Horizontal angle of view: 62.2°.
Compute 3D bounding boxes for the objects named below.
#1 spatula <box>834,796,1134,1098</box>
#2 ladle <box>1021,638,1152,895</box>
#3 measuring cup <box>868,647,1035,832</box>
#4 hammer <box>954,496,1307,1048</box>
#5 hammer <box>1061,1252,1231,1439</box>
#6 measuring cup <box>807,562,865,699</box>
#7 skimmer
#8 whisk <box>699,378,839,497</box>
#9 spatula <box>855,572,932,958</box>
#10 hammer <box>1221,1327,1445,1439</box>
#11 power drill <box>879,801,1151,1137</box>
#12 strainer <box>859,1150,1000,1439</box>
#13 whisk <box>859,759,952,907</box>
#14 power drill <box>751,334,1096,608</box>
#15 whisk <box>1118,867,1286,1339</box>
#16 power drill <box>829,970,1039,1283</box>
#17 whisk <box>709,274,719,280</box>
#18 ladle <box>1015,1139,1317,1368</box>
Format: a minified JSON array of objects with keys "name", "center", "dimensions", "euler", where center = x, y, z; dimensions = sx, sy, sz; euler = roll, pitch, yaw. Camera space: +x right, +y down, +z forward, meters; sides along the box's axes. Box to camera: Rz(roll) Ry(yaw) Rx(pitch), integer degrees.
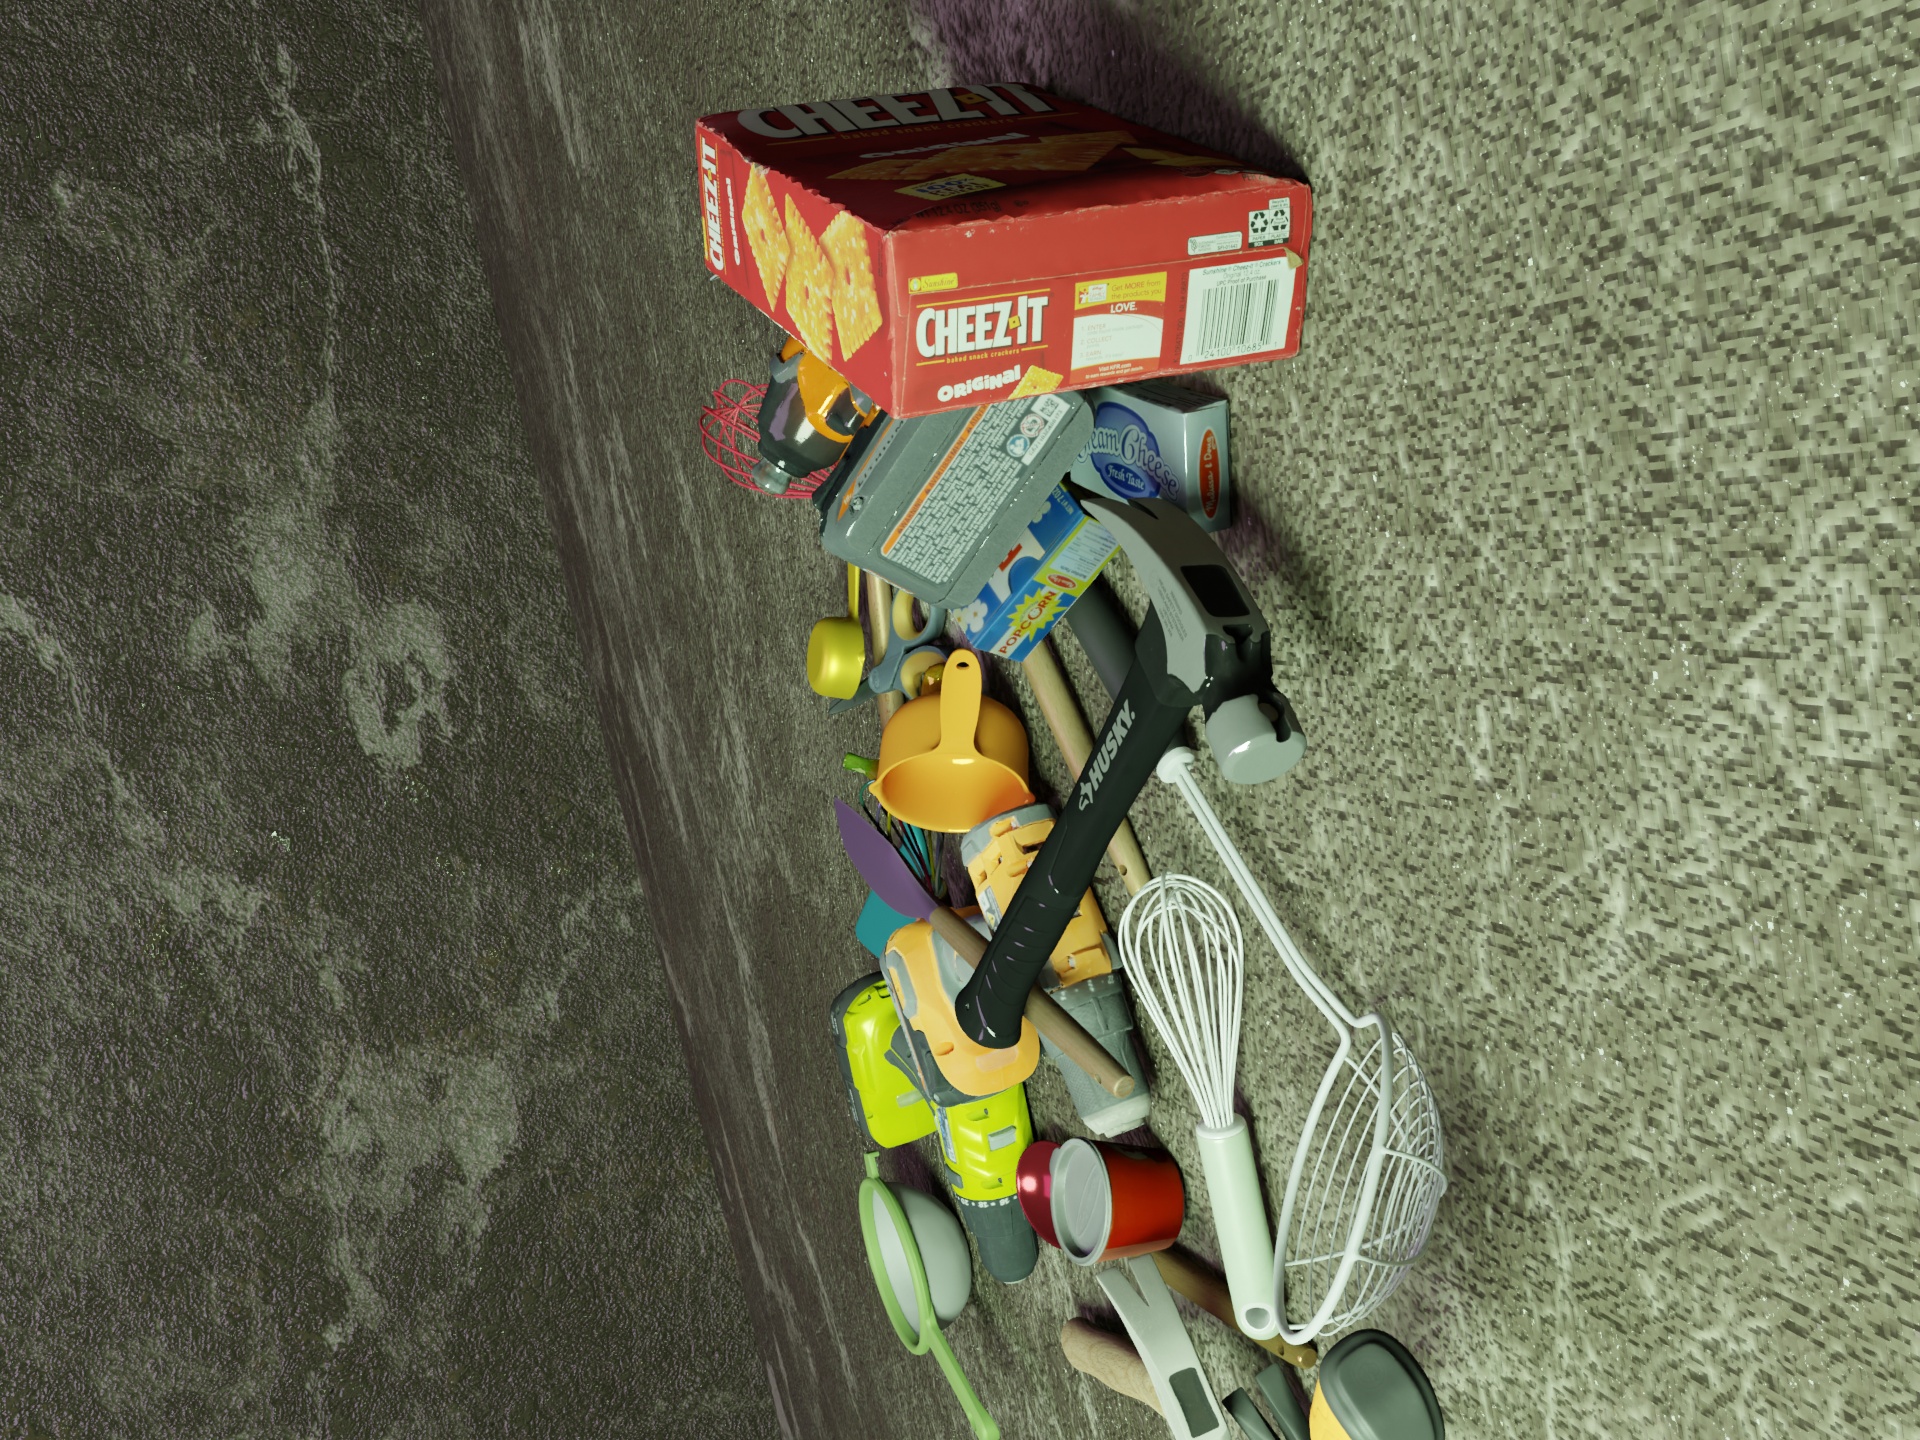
[{"name":"spatula","center":[0.002,0.124,0.891],"dimensions":[0.316,0.018,0.059],"euler":[34,140,53]},{"name":"ladle","center":[0.022,-0.052,0.847],"dimensions":[0.078,0.062,0.320],"euler":[-42,66,50]},{"name":"measuring cup","center":[-0.001,-0.003,0.885],"dimensions":[0.173,0.095,0.052],"euler":[95,179,-54]},{"name":"hammer","center":[0.051,0.049,0.708],"dimensions":[0.334,0.035,0.146],"euler":[112,147,-49]},{"name":"hammer","center":[0.097,0.374,0.924],"dimensions":[0.331,0.031,0.130],"euler":[110,141,-73]},{"name":"measuring cup","center":[-0.086,-0.093,1.092],"dimensions":[0.062,0.029,0.156],"euler":[-178,89,-69]},{"name":"skimmer","center":[0.095,0.074,0.681],"dimensions":[0.127,0.090,0.364],"euler":[102,147,-53]},{"name":"whisk","center":[-0.082,-0.153,1.014],"dimensions":[0.296,0.073,0.073],"euler":[36,139,42]},{"name":"spatula","center":[-0.053,0.028,1.130],"dimensions":[0.082,0.044,0.317],"euler":[26,128,50]},{"name":"hammer","center":[0.151,0.290,0.634],"dimensions":[0.127,0.034,0.336],"euler":[54,169,33]},{"name":"power drill","center":[0.034,0.170,0.950],"dimensions":[0.185,0.084,0.226],"euler":[68,155,17]},{"name":"strainer","center":[-0.008,0.479,1.313],"dimensions":[0.257,0.069,0.151],"euler":[-131,34,-50]},{"name":"whisk","center":[-0.025,0.103,1.048],"dimensions":[0.244,0.051,0.047],"euler":[78,-177,-55]},{"name":"power drill","center":[-0.035,-0.144,0.753],"dimensions":[0.164,0.084,0.227],"euler":[-54,32,17]},{"name":"whisk","center":[0.124,0.187,0.766],"dimensions":[0.059,0.058,0.246],"euler":[-49,-53,-71]},{"name":"power drill","center":[-0.013,0.289,1.172],"dimensions":[0.229,0.080,0.190],"euler":[16,119,65]},{"name":"whisk","center":[-0.088,-0.304,0.967],"dimensions":[0.285,0.070,0.070],"euler":[8,112,64]},{"name":"ladle","center":[0.110,0.308,0.918],"dimensions":[0.315,0.031,0.069],"euler":[-178,85,-68]}]
